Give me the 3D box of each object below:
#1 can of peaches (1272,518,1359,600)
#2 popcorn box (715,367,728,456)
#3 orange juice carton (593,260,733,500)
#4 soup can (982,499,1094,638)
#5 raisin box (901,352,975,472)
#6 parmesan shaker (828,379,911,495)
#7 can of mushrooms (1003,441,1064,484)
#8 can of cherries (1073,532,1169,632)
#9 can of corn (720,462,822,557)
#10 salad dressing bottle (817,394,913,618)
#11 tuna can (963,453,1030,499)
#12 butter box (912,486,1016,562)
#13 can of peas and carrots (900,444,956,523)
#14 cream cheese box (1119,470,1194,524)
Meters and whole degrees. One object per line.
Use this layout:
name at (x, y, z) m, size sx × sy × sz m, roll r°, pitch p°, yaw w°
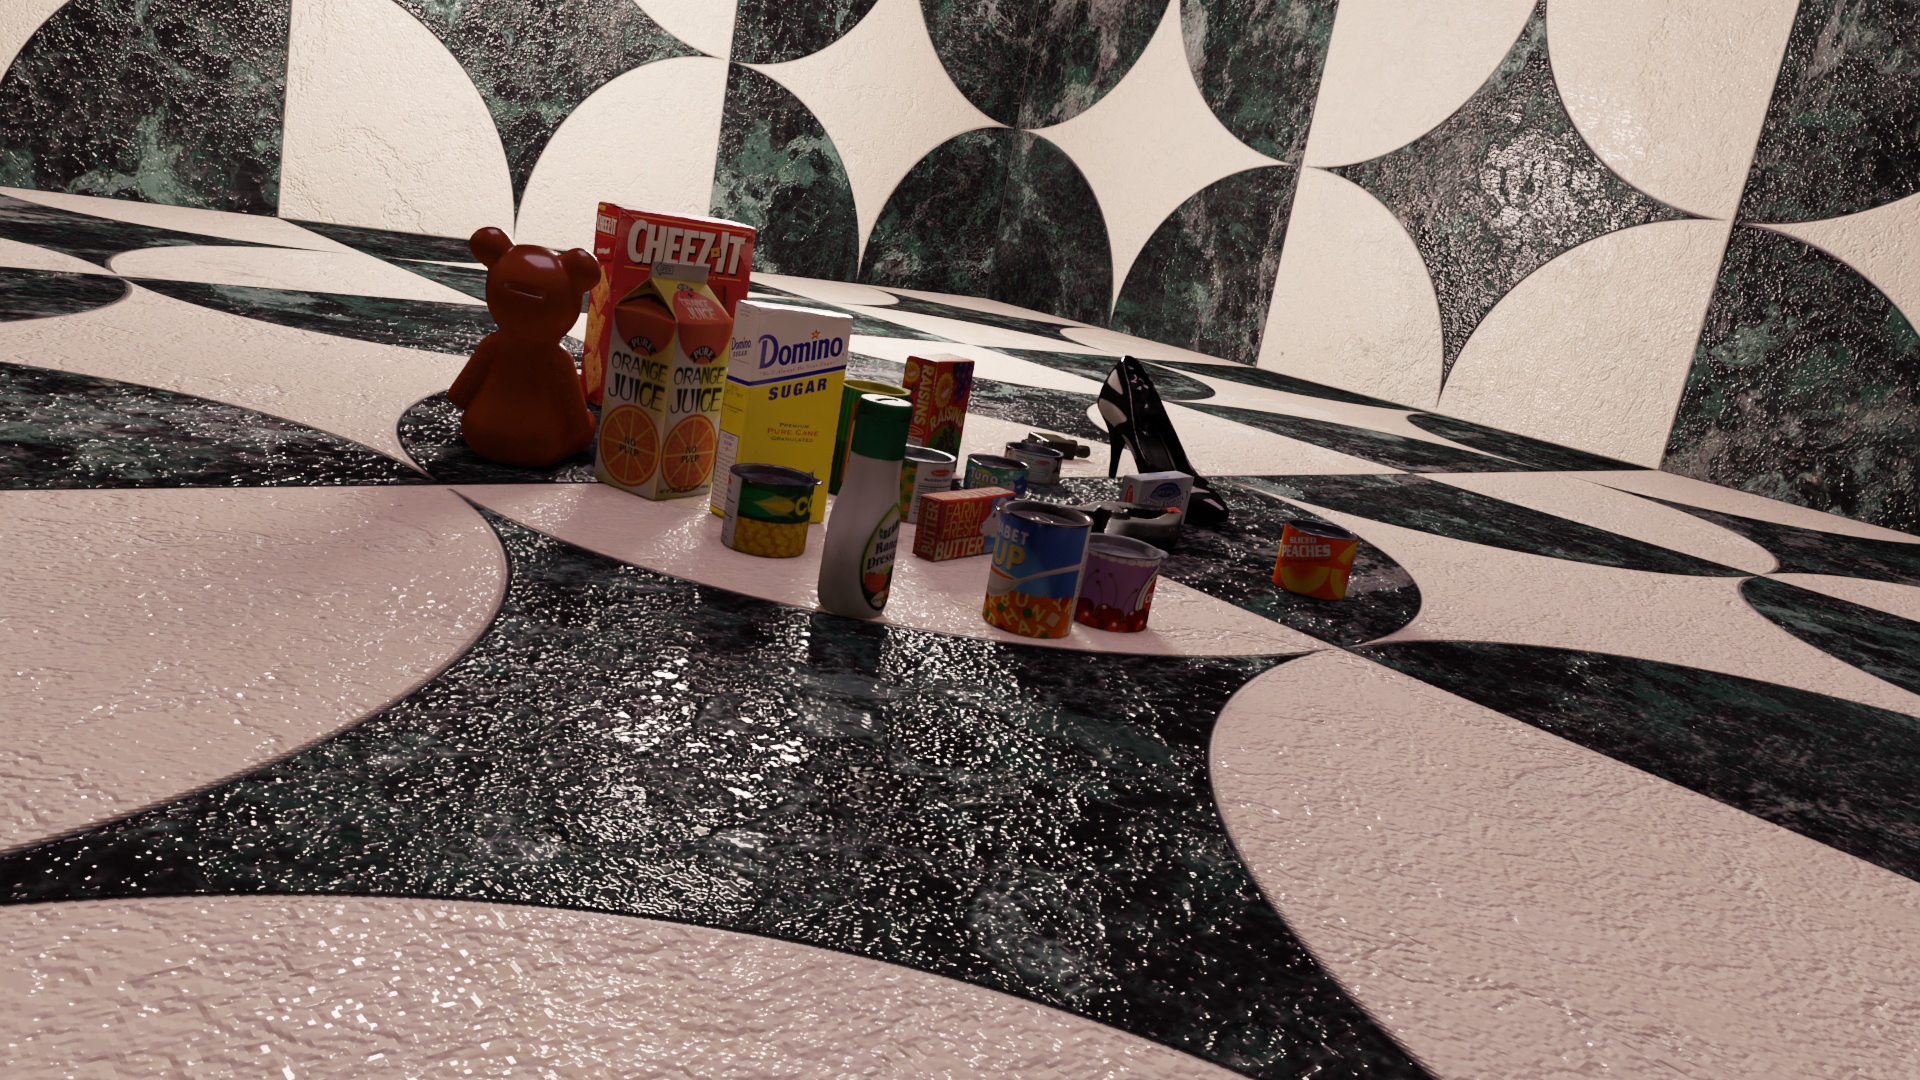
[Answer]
can of peaches at (0.317, 0.017, 1.244) m, size 0.071 × 0.058 × 0.071 m, roll 10°, pitch 14°, yaw -2°
popcorn box at (-0.261, -0.130, 1.351) m, size 0.127 × 0.085 × 0.038 m, roll 8°, pitch 14°, yaw -11°
orange juice carton at (-0.246, -0.137, 1.165) m, size 0.073 × 0.192 × 0.072 m, roll 18°, pitch 15°, yaw 28°
soup can at (0.051, 0.019, 0.985) m, size 0.071 × 0.083 × 0.071 m, roll 10°, pitch 13°, yaw -2°
raisin box at (-0.029, -0.131, 1.447) m, size 0.040 × 0.123 × 0.086 m, roll 17°, pitch 15°, yaw 26°
parmesan shaker at (-0.086, -0.093, 1.294) m, size 0.071 × 0.102 × 0.071 m, roll 10°, pitch 13°, yaw -2°
can of mushrooms at (0.079, -0.086, 1.534) m, size 0.071 × 0.033 × 0.071 m, roll 10°, pitch 14°, yaw -2°
can of cherries at (0.115, 0.032, 1.036) m, size 0.071 × 0.058 × 0.071 m, roll 10°, pitch 14°, yaw -2°
can of corn at (-0.145, -0.023, 1.064) m, size 0.071 × 0.058 × 0.071 m, roll 10°, pitch 14°, yaw -2°
salad dressing bottle at (-0.062, -0.023, 0.939) m, size 0.044 × 0.147 × 0.064 m, roll 16°, pitch 14°, yaw 22°
tuna can at (0.036, -0.065, 1.421) m, size 0.071 × 0.032 × 0.071 m, roll 10°, pitch 14°, yaw -2°
butter box at (0.004, -0.014, 1.150) m, size 0.024 × 0.053 × 0.104 m, roll 20°, pitch 17°, yaw 35°
can of peas and carrots at (-0.043, -0.052, 1.253) m, size 0.071 × 0.058 × 0.071 m, roll 10°, pitch 14°, yaw -2°
cream cheese box at (0.194, -0.040, 1.392) m, size 0.024 × 0.053 × 0.104 m, roll 20°, pitch 17°, yaw 36°
